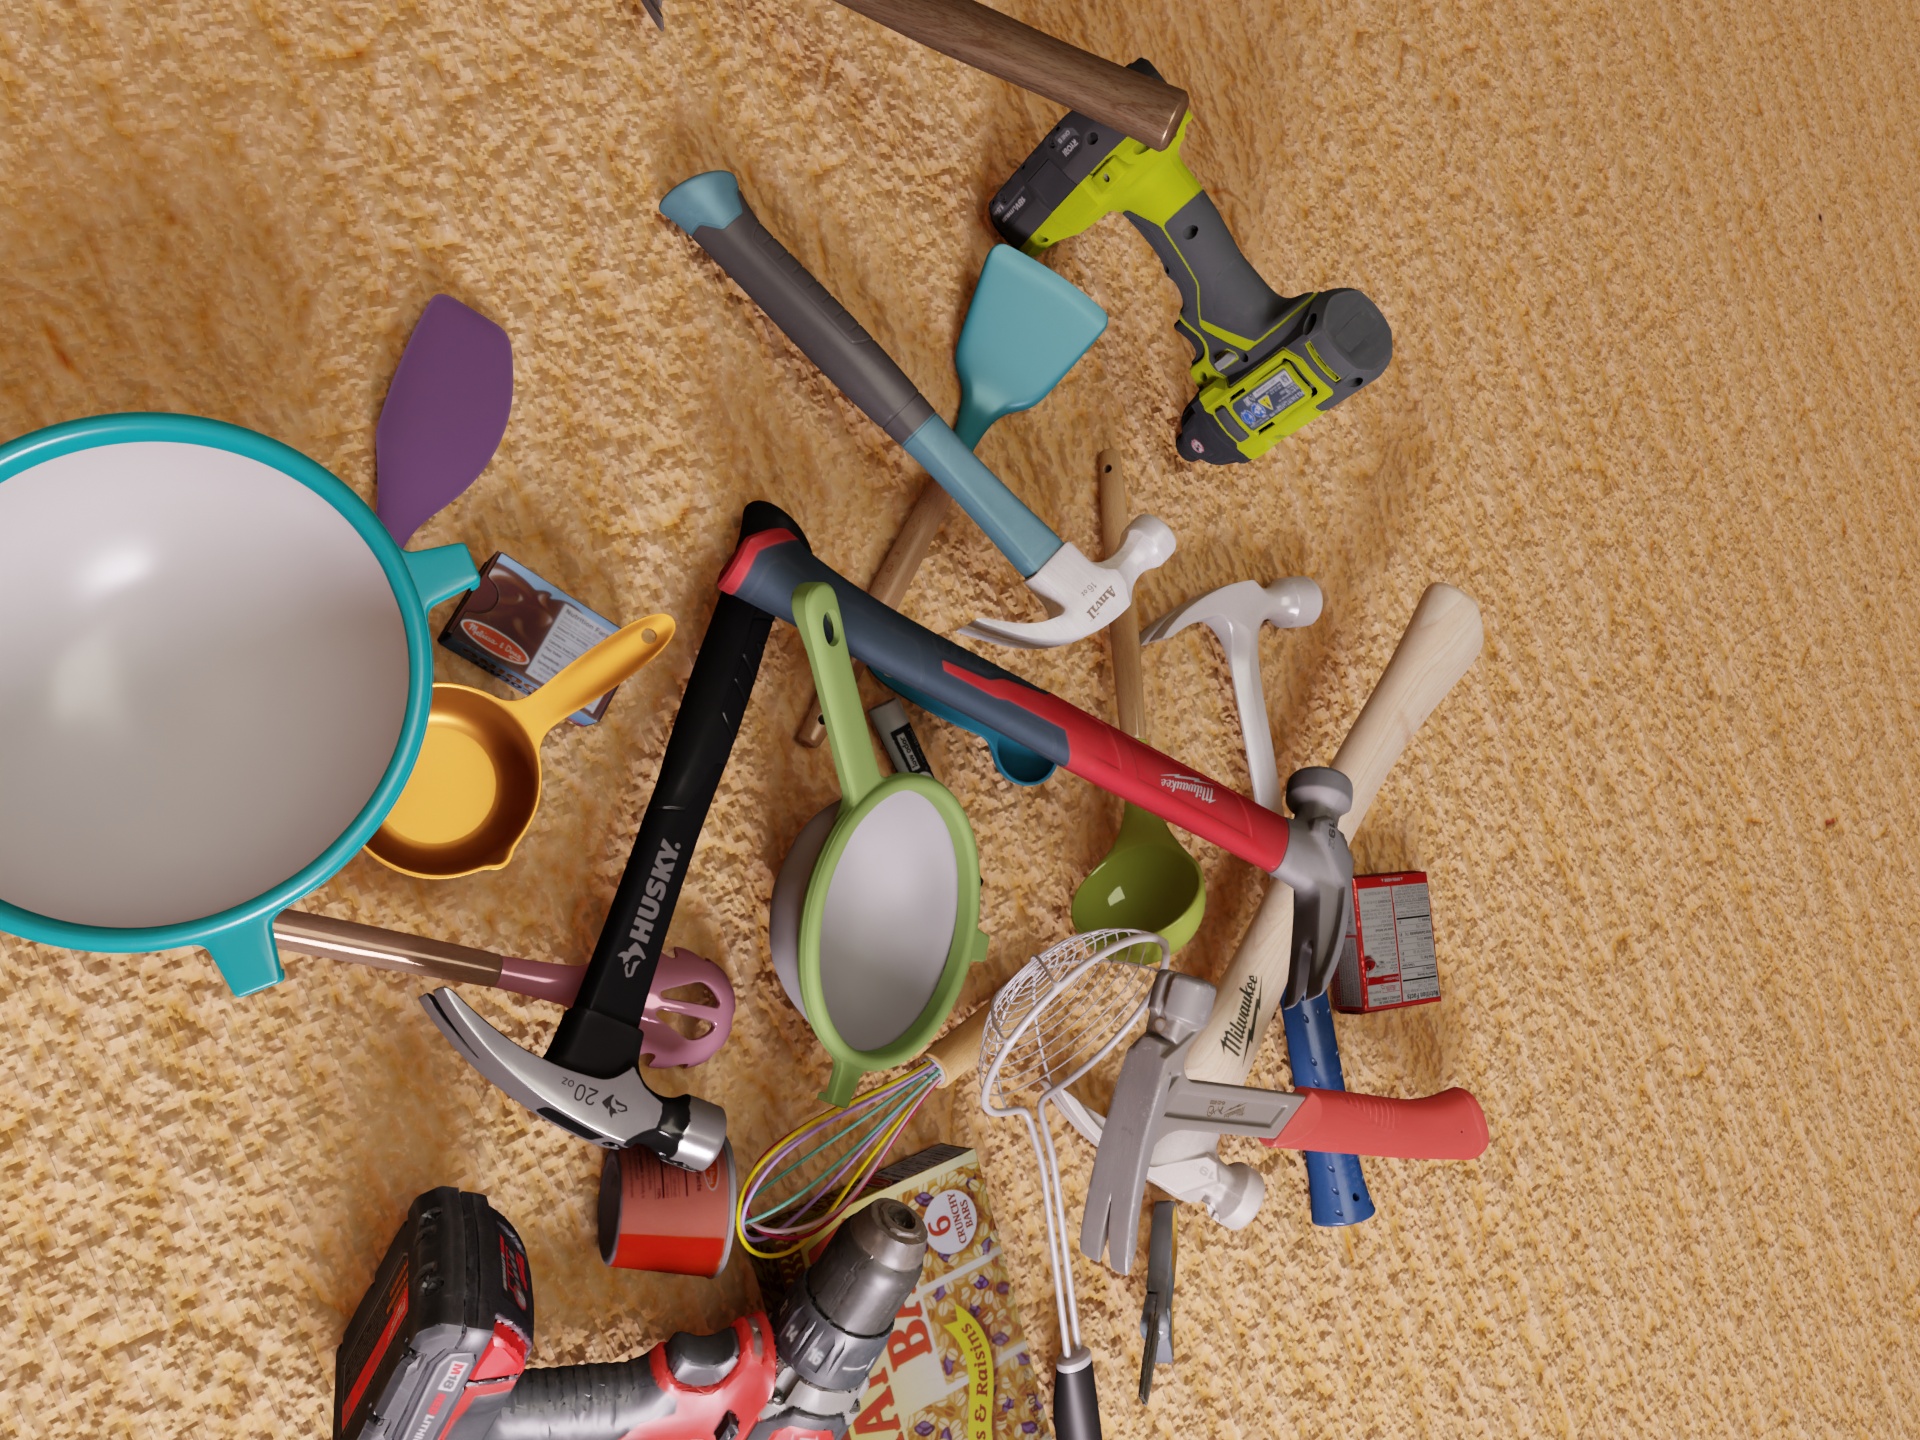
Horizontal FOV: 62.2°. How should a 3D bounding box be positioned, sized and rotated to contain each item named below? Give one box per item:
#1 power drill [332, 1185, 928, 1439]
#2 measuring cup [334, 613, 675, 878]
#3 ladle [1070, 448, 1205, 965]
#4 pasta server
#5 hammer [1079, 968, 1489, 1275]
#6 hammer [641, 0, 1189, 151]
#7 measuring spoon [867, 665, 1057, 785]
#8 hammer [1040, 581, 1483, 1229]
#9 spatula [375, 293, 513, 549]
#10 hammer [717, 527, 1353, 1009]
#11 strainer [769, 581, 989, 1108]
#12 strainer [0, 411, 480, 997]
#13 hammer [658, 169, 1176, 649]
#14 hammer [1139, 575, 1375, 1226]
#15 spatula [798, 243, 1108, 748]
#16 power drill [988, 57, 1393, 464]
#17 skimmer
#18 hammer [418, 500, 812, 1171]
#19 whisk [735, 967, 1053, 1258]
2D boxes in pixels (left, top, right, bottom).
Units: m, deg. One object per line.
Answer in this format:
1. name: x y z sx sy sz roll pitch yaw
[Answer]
1. power drill: -0.137 0.273 0.698 0.226 0.080 0.188 22 109 -28
2. measuring cup: -0.207 0.004 0.740 0.173 0.052 0.095 -38 99 -22
3. ladle: 0.096 -0.016 0.933 0.062 0.078 0.320 29 54 -61
4. pasta server: -0.239 0.109 0.722 0.316 0.040 0.060 18 74 -29
5. hammer: 0.204 0.237 0.908 0.358 0.037 0.149 19 85 -44
6. hammer: -0.035 -0.383 0.848 0.331 0.031 0.130 25 74 3
7. measuring spoon: -0.001 -0.003 0.908 0.128 0.021 0.042 30 68 -15
8. hammer: 0.201 0.087 0.957 0.146 0.038 0.411 34 76 -14
9. spatula: -0.275 -0.055 0.739 0.059 0.018 0.316 30 67 -38
10. hammer: 0.047 0.017 0.833 0.386 0.038 0.143 27 54 -18
11. strainer: -0.065 0.051 0.792 0.151 0.069 0.256 -40 126 -48
12. strainer: -0.378 -0.035 0.640 0.340 0.095 0.211 23 76 -5
13. hammer: -0.032 -0.170 0.870 0.331 0.033 0.128 45 70 -8
14. hammer: 0.200 0.113 1.001 0.144 0.035 0.405 -8 87 -33
15. spatula: -0.015 -0.124 0.897 0.082 0.044 0.318 31 69 -14
16. power drill: 0.128 -0.257 0.944 0.223 0.171 0.080 48 61 -7
17. skimmer: 0.074 0.287 0.839 0.127 0.090 0.363 -12 97 -44
18. hammer: -0.139 0.033 0.770 0.146 0.035 0.335 29 59 -26
19. whisk: -0.028 0.197 0.828 0.245 0.051 0.047 -31 82 -43
